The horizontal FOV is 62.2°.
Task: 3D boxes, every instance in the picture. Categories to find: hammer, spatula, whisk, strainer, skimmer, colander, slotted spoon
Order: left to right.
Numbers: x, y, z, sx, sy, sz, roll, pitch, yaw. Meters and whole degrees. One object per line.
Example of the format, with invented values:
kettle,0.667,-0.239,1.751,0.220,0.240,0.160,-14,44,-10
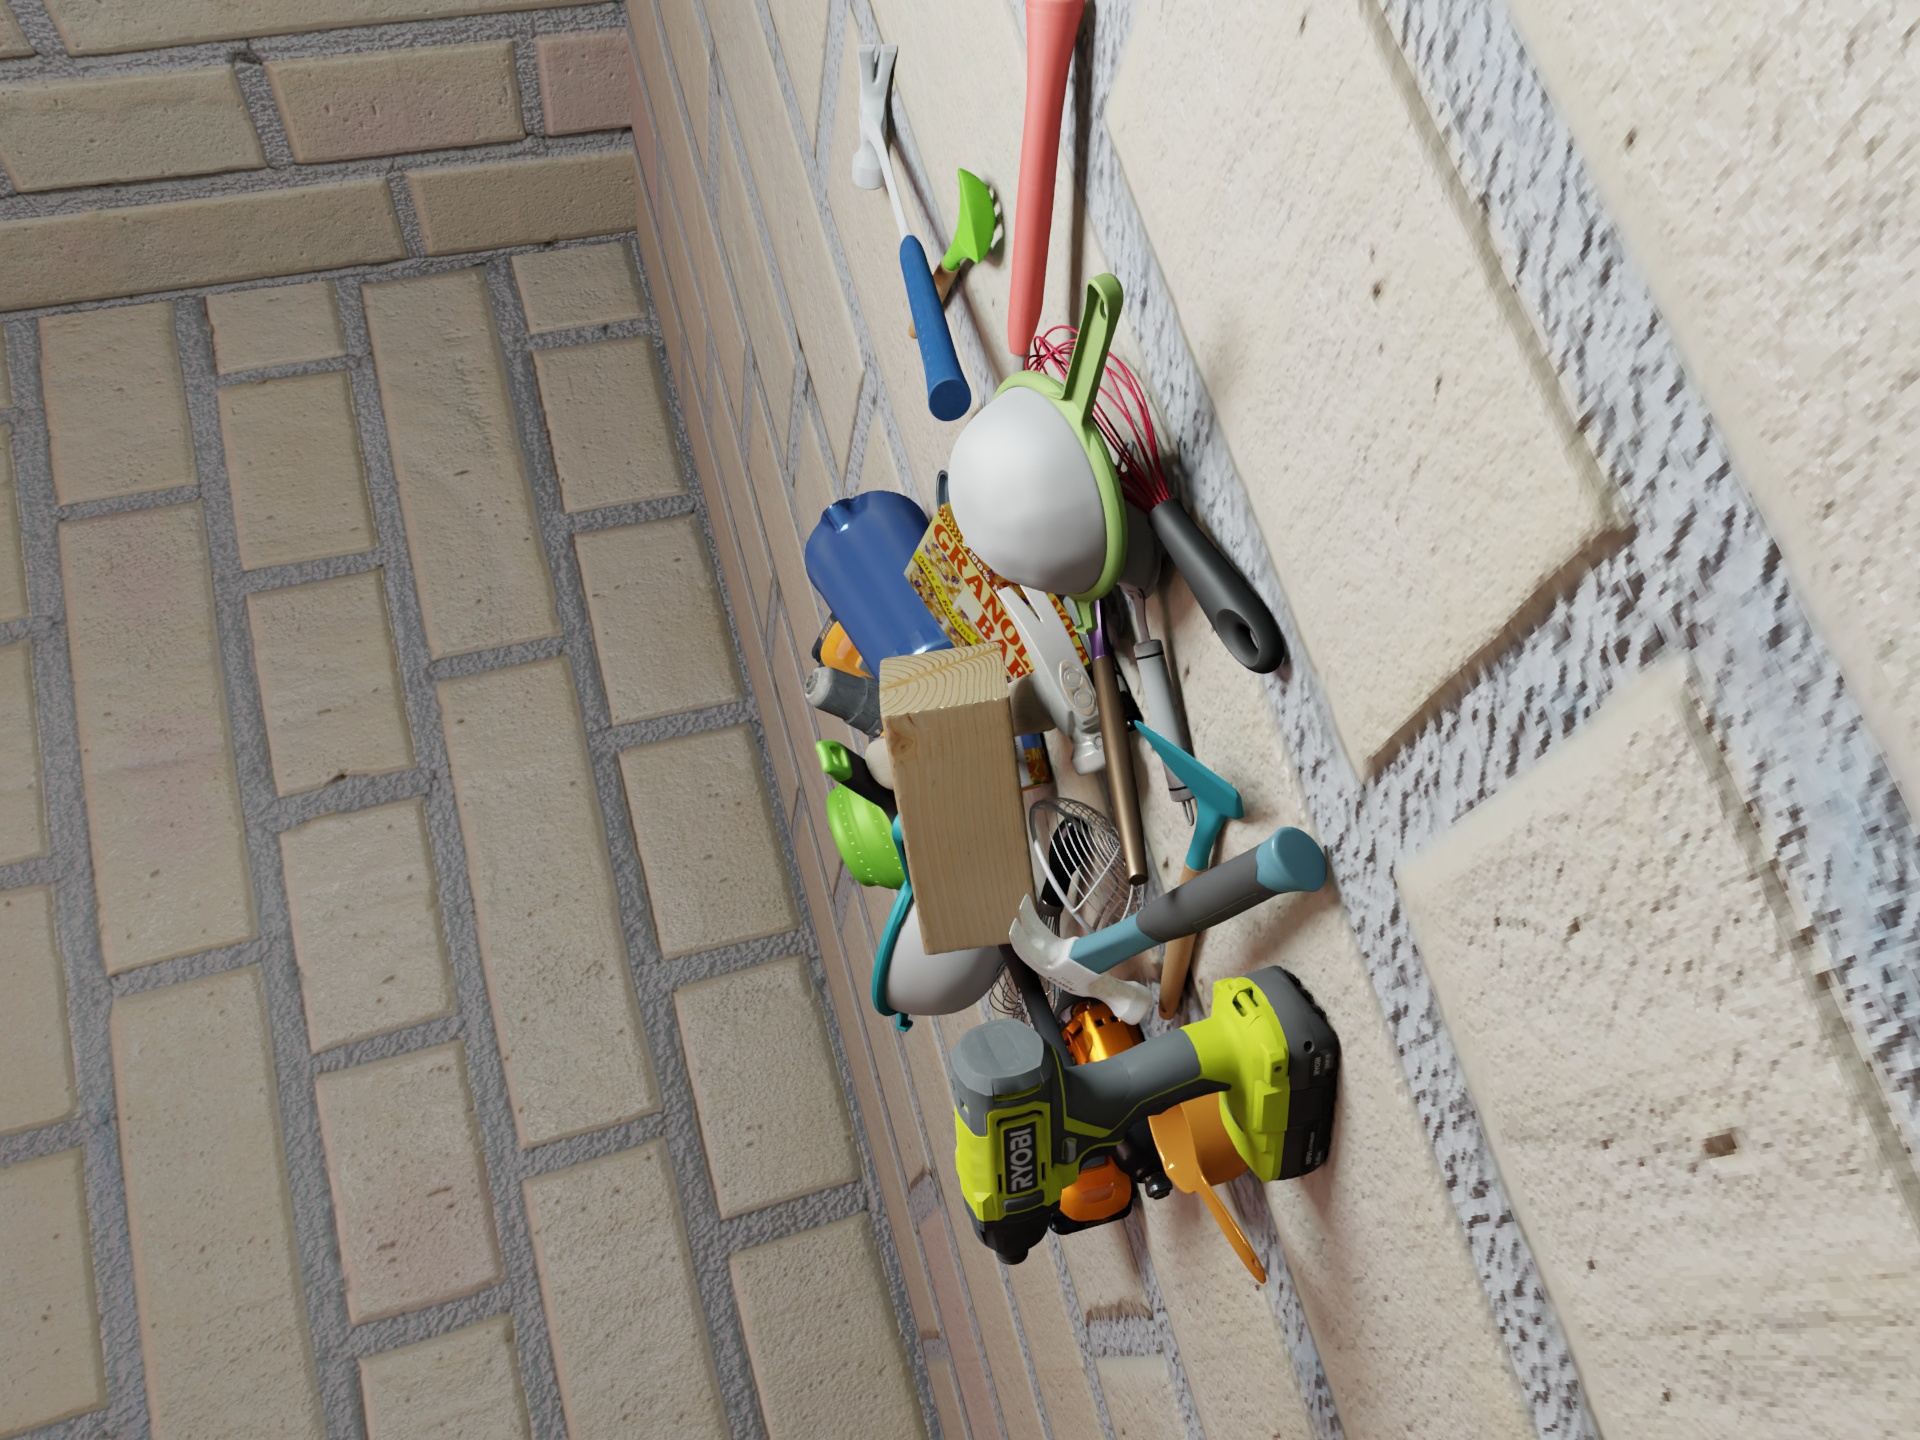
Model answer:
colander,-0.100,0.090,1.600,0.396,0.094,0.205,42,-153,-69
hammer,-0.045,-0.404,1.321,0.144,0.035,0.406,97,164,-51
slotted spoon,-0.013,-0.376,1.331,0.314,0.031,0.070,156,102,-78
hammer,-0.002,-0.004,1.303,0.146,0.038,0.410,64,156,-2
strainer,0.000,0.169,1.446,0.211,0.095,0.340,-61,-17,-21
hammer,0.045,0.192,1.274,0.146,0.035,0.335,95,159,-51
hammer,0.043,-0.293,1.062,0.149,0.037,0.358,-69,-13,-50
strainer,0.042,-0.161,0.945,0.152,0.069,0.256,58,159,22
whisk,0.074,0.178,1.391,0.284,0.070,0.070,100,154,-46
skimmer,0.081,0.184,1.290,0.363,0.090,0.127,99,152,-56
spatula,0.099,-0.018,1.070,0.059,0.018,0.316,92,175,-47
strainer,0.121,-0.054,1.046,0.087,0.050,0.258,179,76,-73
whisk,0.115,-0.139,0.966,0.073,0.073,0.296,96,151,-52
hammer,0.132,0.129,1.020,0.033,0.128,0.331,-65,10,-27
spatula,0.147,0.116,1.068,0.082,0.044,0.317,37,146,29

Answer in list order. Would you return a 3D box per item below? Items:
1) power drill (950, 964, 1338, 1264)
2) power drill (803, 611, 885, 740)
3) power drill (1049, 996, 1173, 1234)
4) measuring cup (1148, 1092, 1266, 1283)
power drill,0.106,0.240,0.958,0.080,0.223,0.171,-122,24,-55
power drill,-0.087,-0.043,1.597,0.084,0.185,0.226,-60,28,18
power drill,0.116,0.345,1.317,0.226,0.084,0.164,104,151,-53
measuring cup,0.182,0.301,1.072,0.174,0.052,0.095,-122,24,-50
